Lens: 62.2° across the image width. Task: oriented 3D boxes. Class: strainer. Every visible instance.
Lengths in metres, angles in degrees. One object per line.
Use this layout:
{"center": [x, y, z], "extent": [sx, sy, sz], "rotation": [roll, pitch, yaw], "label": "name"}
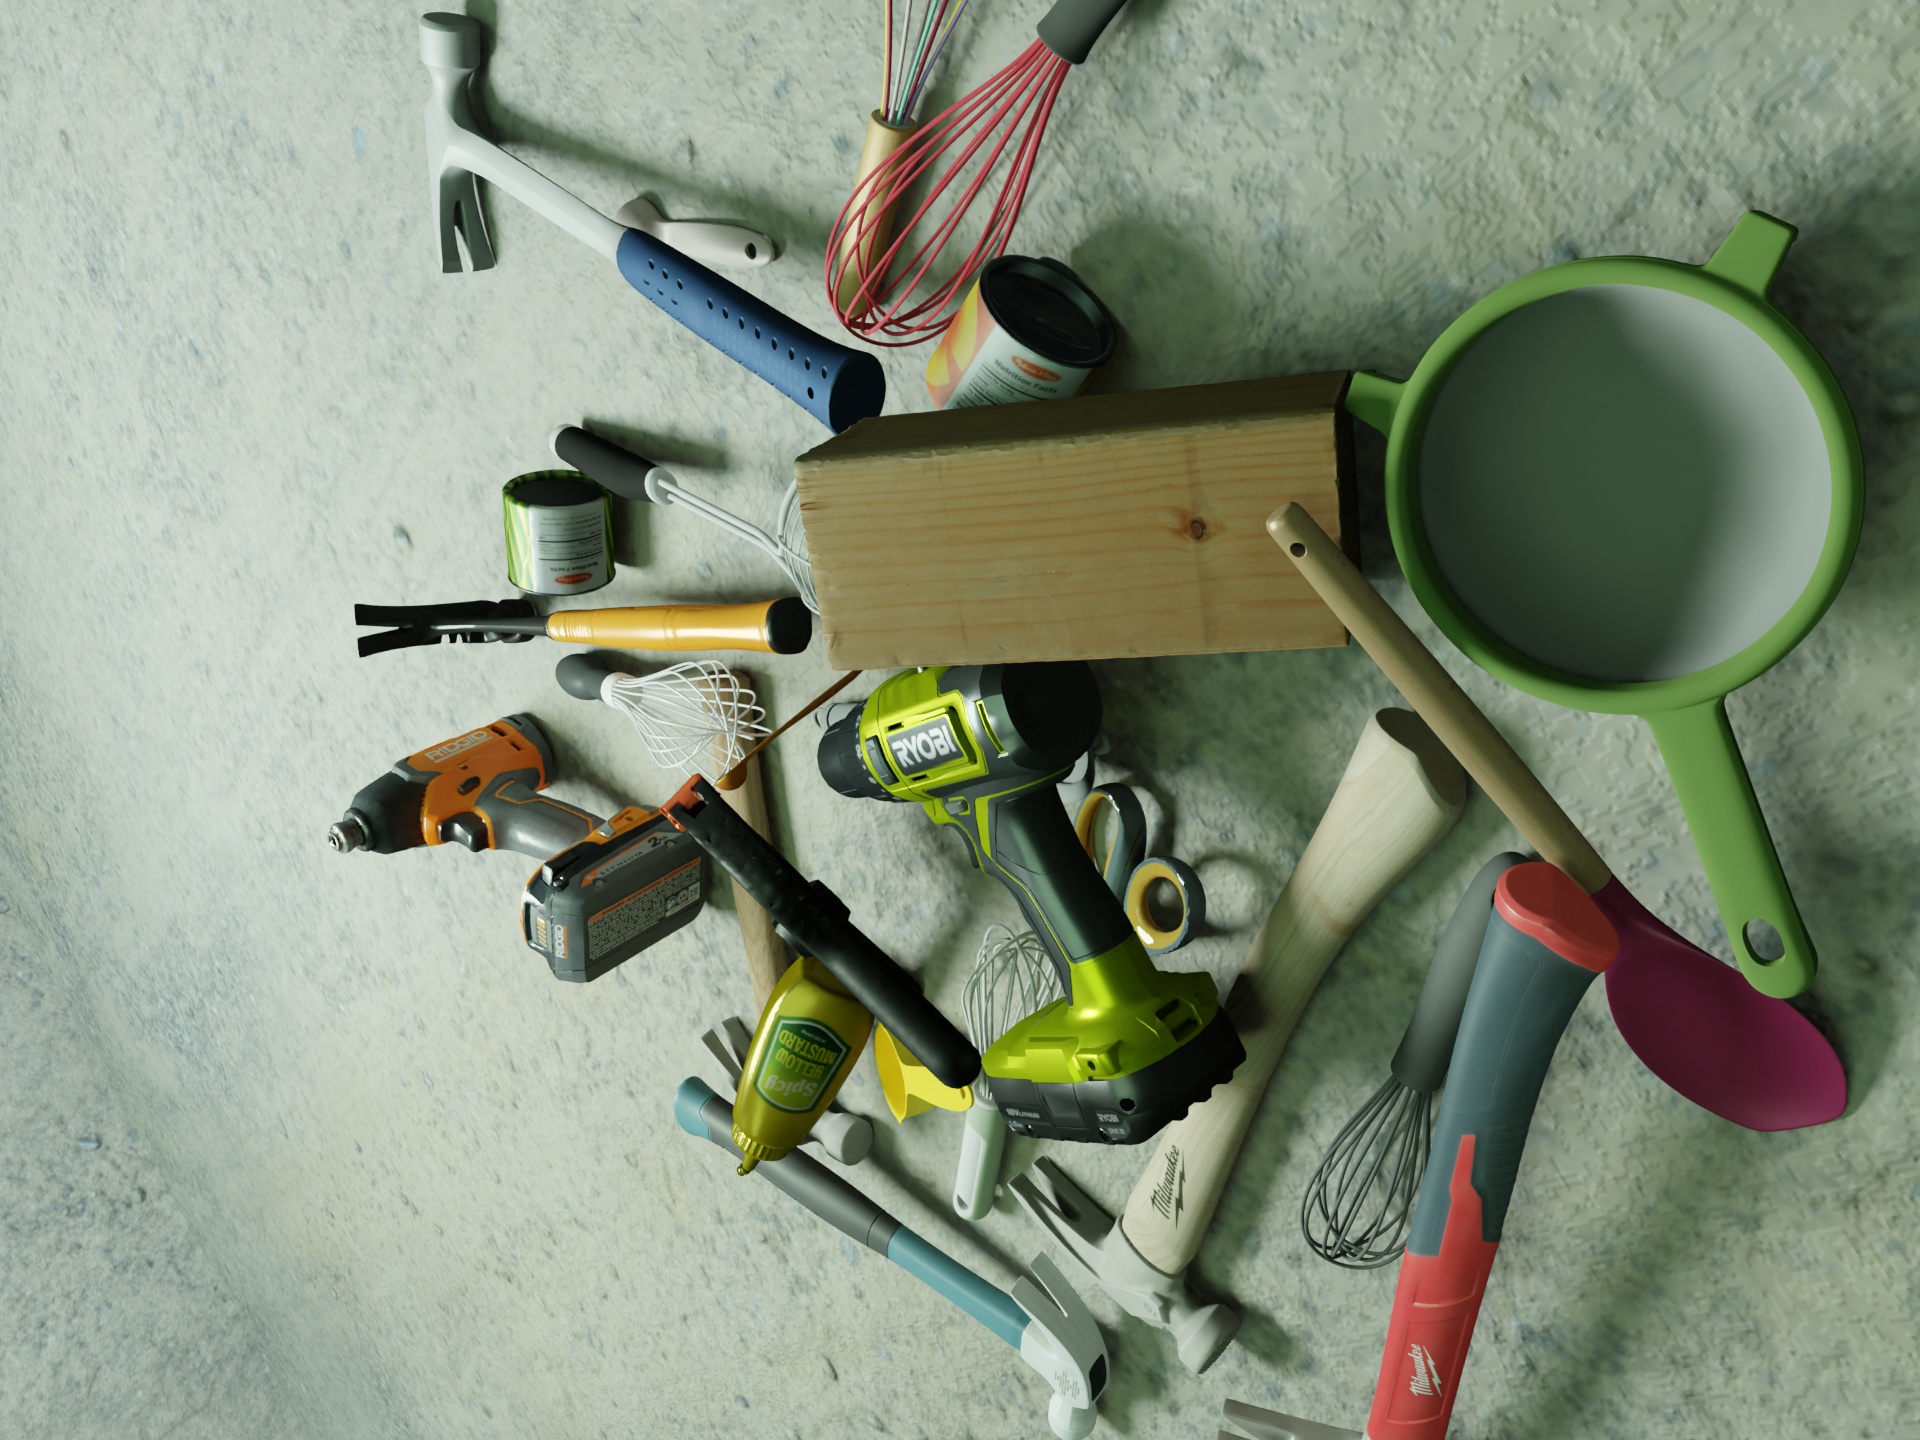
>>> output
{"center": [-0.001, -0.003, 0.820], "extent": [0.258, 0.050, 0.086], "rotation": [0, 116, 50], "label": "strainer"}
{"center": [0.246, -0.034, 0.541], "extent": [0.151, 0.069, 0.256], "rotation": [-17, 98, 44], "label": "strainer"}

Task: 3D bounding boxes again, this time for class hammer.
{"center": [-0.129, 0.125, 1.015], "extent": [0.130, 0.031, 0.331], "rotation": [13, 118, 39], "label": "hammer"}
{"center": [-0.052, 0.322, 1.002], "extent": [0.331, 0.033, 0.128], "rotation": [26, 136, 25], "label": "hammer"}
{"center": [0.131, 0.155, 0.775], "extent": [0.146, 0.038, 0.410], "rotation": [38, 132, 26], "label": "hammer"}
{"center": [-0.179, -0.244, 0.836], "extent": [0.406, 0.035, 0.144], "rotation": [38, 133, 34], "label": "hammer"}
{"center": [0.194, 0.216, 0.677], "extent": [0.143, 0.038, 0.386], "rotation": [9, 126, 15], "label": "hammer"}
{"center": [-0.223, -0.057, 0.954], "extent": [0.337, 0.127, 0.034], "rotation": [3, 98, 39], "label": "hammer"}

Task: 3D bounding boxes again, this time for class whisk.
{"center": [0.204, 0.156, 0.700], "extent": [0.055, 0.055, 0.238], "rotation": [31, 125, 29], "label": "whisk"}
{"center": [0.029, -0.260, 0.647], "extent": [0.073, 0.073, 0.295], "rotation": [53, 131, 10], "label": "whisk"}
{"center": [0.018, 0.207, 0.903], "extent": [0.058, 0.059, 0.246], "rotation": [43, 140, 37], "label": "whisk"}
{"center": [-0.028, -0.286, 0.700], "extent": [0.051, 0.047, 0.244], "rotation": [57, 144, 32], "label": "whisk"}
{"center": [-0.192, -0.012, 0.956], "extent": [0.285, 0.070, 0.070], "rotation": [15, 121, 57], "label": "whisk"}

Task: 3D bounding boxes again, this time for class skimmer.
{"center": [-0.109, -0.127, 0.865], "extent": [0.364, 0.090, 0.127], "rotation": [29, 150, 45], "label": "skimmer"}

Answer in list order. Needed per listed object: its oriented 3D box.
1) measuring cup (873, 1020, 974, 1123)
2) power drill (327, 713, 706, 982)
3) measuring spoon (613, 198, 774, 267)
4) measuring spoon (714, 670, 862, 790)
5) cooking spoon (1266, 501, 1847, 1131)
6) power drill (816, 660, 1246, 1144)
{"center": [-0.012, 0.202, 0.905], "extent": [0.156, 0.029, 0.062], "rotation": [164, 94, -68], "label": "measuring cup"}
{"center": [-0.299, 0.083, 1.061], "extent": [0.227, 0.164, 0.084], "rotation": [27, 126, 30], "label": "power drill"}
{"center": [-0.146, -0.255, 0.846], "extent": [0.124, 0.018, 0.034], "rotation": [21, 124, 36], "label": "measuring spoon"}
{"center": [-0.084, 0.001, 0.850], "extent": [0.011, 0.117, 0.021], "rotation": [51, 158, -5], "label": "measuring spoon"}
{"center": [0.218, 0.041, 0.583], "extent": [0.318, 0.017, 0.069], "rotation": [47, 138, -11], "label": "cooking spoon"}
{"center": [0.022, 0.078, 0.751], "extent": [0.190, 0.080, 0.228], "rotation": [-19, 98, 56], "label": "power drill"}
